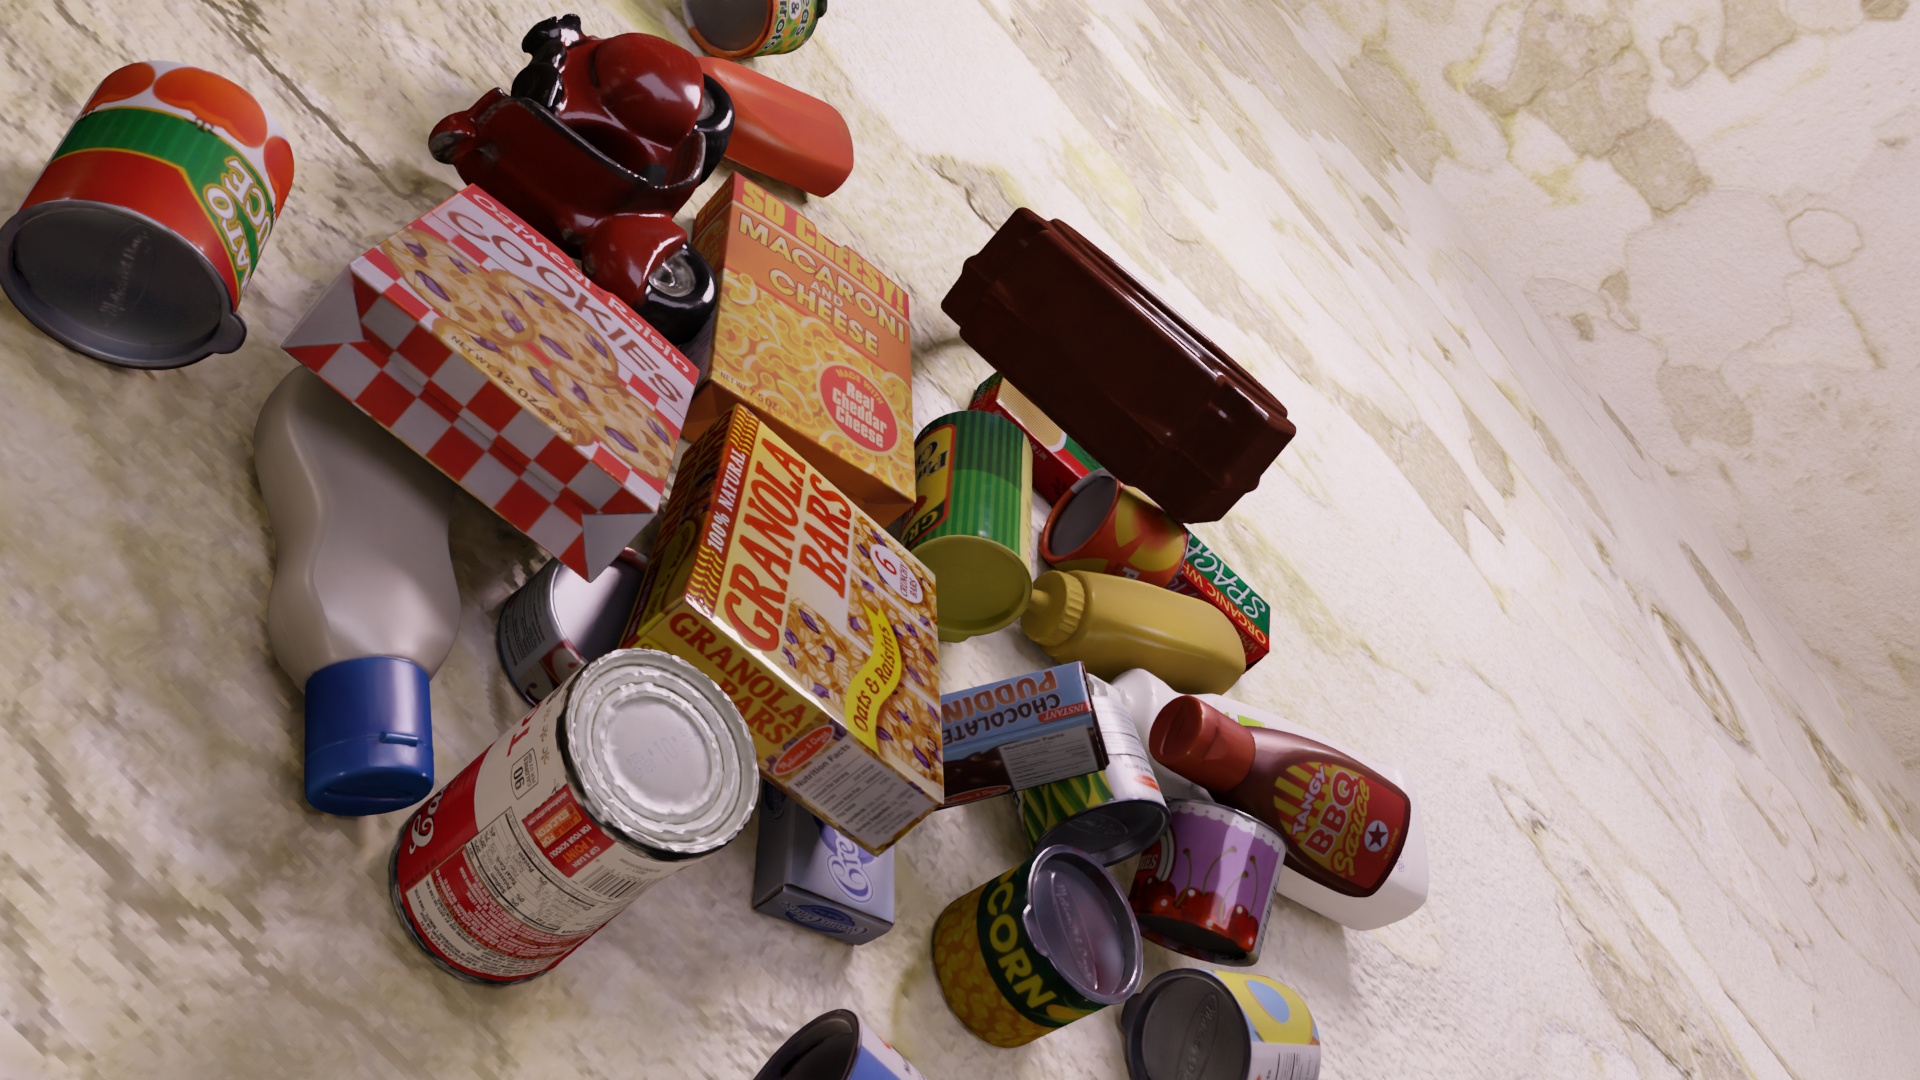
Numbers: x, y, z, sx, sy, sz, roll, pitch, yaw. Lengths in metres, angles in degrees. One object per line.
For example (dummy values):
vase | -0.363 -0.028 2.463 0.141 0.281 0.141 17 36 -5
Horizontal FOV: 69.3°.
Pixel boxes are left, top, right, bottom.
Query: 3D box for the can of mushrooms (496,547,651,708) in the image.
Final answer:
can of mushrooms | -0.132 0.036 0.517 0.071 0.033 0.071 33 36 -28

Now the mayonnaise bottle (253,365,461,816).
mayonnaise bottle | -0.194 0.014 0.452 0.065 0.041 0.148 19 46 -45

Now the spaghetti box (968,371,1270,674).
spaghetti box | 0.104 -0.011 0.868 0.250 0.028 0.050 41 34 -17

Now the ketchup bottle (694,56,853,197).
ketchup bottle | -0.129 -0.243 0.784 0.149 0.043 0.065 9 51 -48

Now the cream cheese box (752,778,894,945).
cream cheese box | -0.053 0.105 0.557 0.053 0.024 0.104 31 38 -30

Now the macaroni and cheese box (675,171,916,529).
macaroni and cheese box | -0.080 -0.097 0.705 0.123 0.040 0.167 31 38 -32

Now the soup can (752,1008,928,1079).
soup can | -0.029 0.208 0.450 0.083 0.071 0.072 45 32 -12

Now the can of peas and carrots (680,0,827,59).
can of peas and carrots | -0.126 -0.329 0.849 0.071 0.070 0.059 51 32 -2

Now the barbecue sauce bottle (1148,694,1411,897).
barbecue sauce bottle | 0.158 0.123 0.690 0.148 0.043 0.065 31 79 -26

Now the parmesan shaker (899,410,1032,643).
parmesan shaker | 0.003 -0.009 0.704 0.071 0.071 0.103 36 33 -25

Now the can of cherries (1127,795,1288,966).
can of cherries | 0.114 0.162 0.661 0.071 0.071 0.058 35 62 -26

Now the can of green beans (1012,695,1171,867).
can of green beans | 0.057 0.113 0.645 0.071 0.071 0.058 21 37 -40

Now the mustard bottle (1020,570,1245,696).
mustard bottle | 0.082 0.048 0.751 0.160 0.065 0.049 22 41 -33

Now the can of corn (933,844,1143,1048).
can of corn | 0.030 0.167 0.569 0.071 0.058 0.071 33 37 -29

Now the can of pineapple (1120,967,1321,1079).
can of pineapple | 0.116 0.224 0.617 0.058 0.070 0.071 21 44 -41

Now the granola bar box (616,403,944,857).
granola bar box | -0.064 0.029 0.549 0.124 0.039 0.166 42 19 -21

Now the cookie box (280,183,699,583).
cookie box | -0.163 -0.068 0.524 0.123 0.040 0.168 41 14 -19

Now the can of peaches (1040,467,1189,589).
can of peaches | 0.087 0.002 0.799 0.058 0.071 0.071 37 35 -24

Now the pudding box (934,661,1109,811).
pudding box | 0.019 0.085 0.601 0.049 0.084 0.030 70 6 -51

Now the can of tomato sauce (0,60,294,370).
can of tomato sauce | -0.263 -0.108 0.458 0.071 0.071 0.083 29 38 -33
